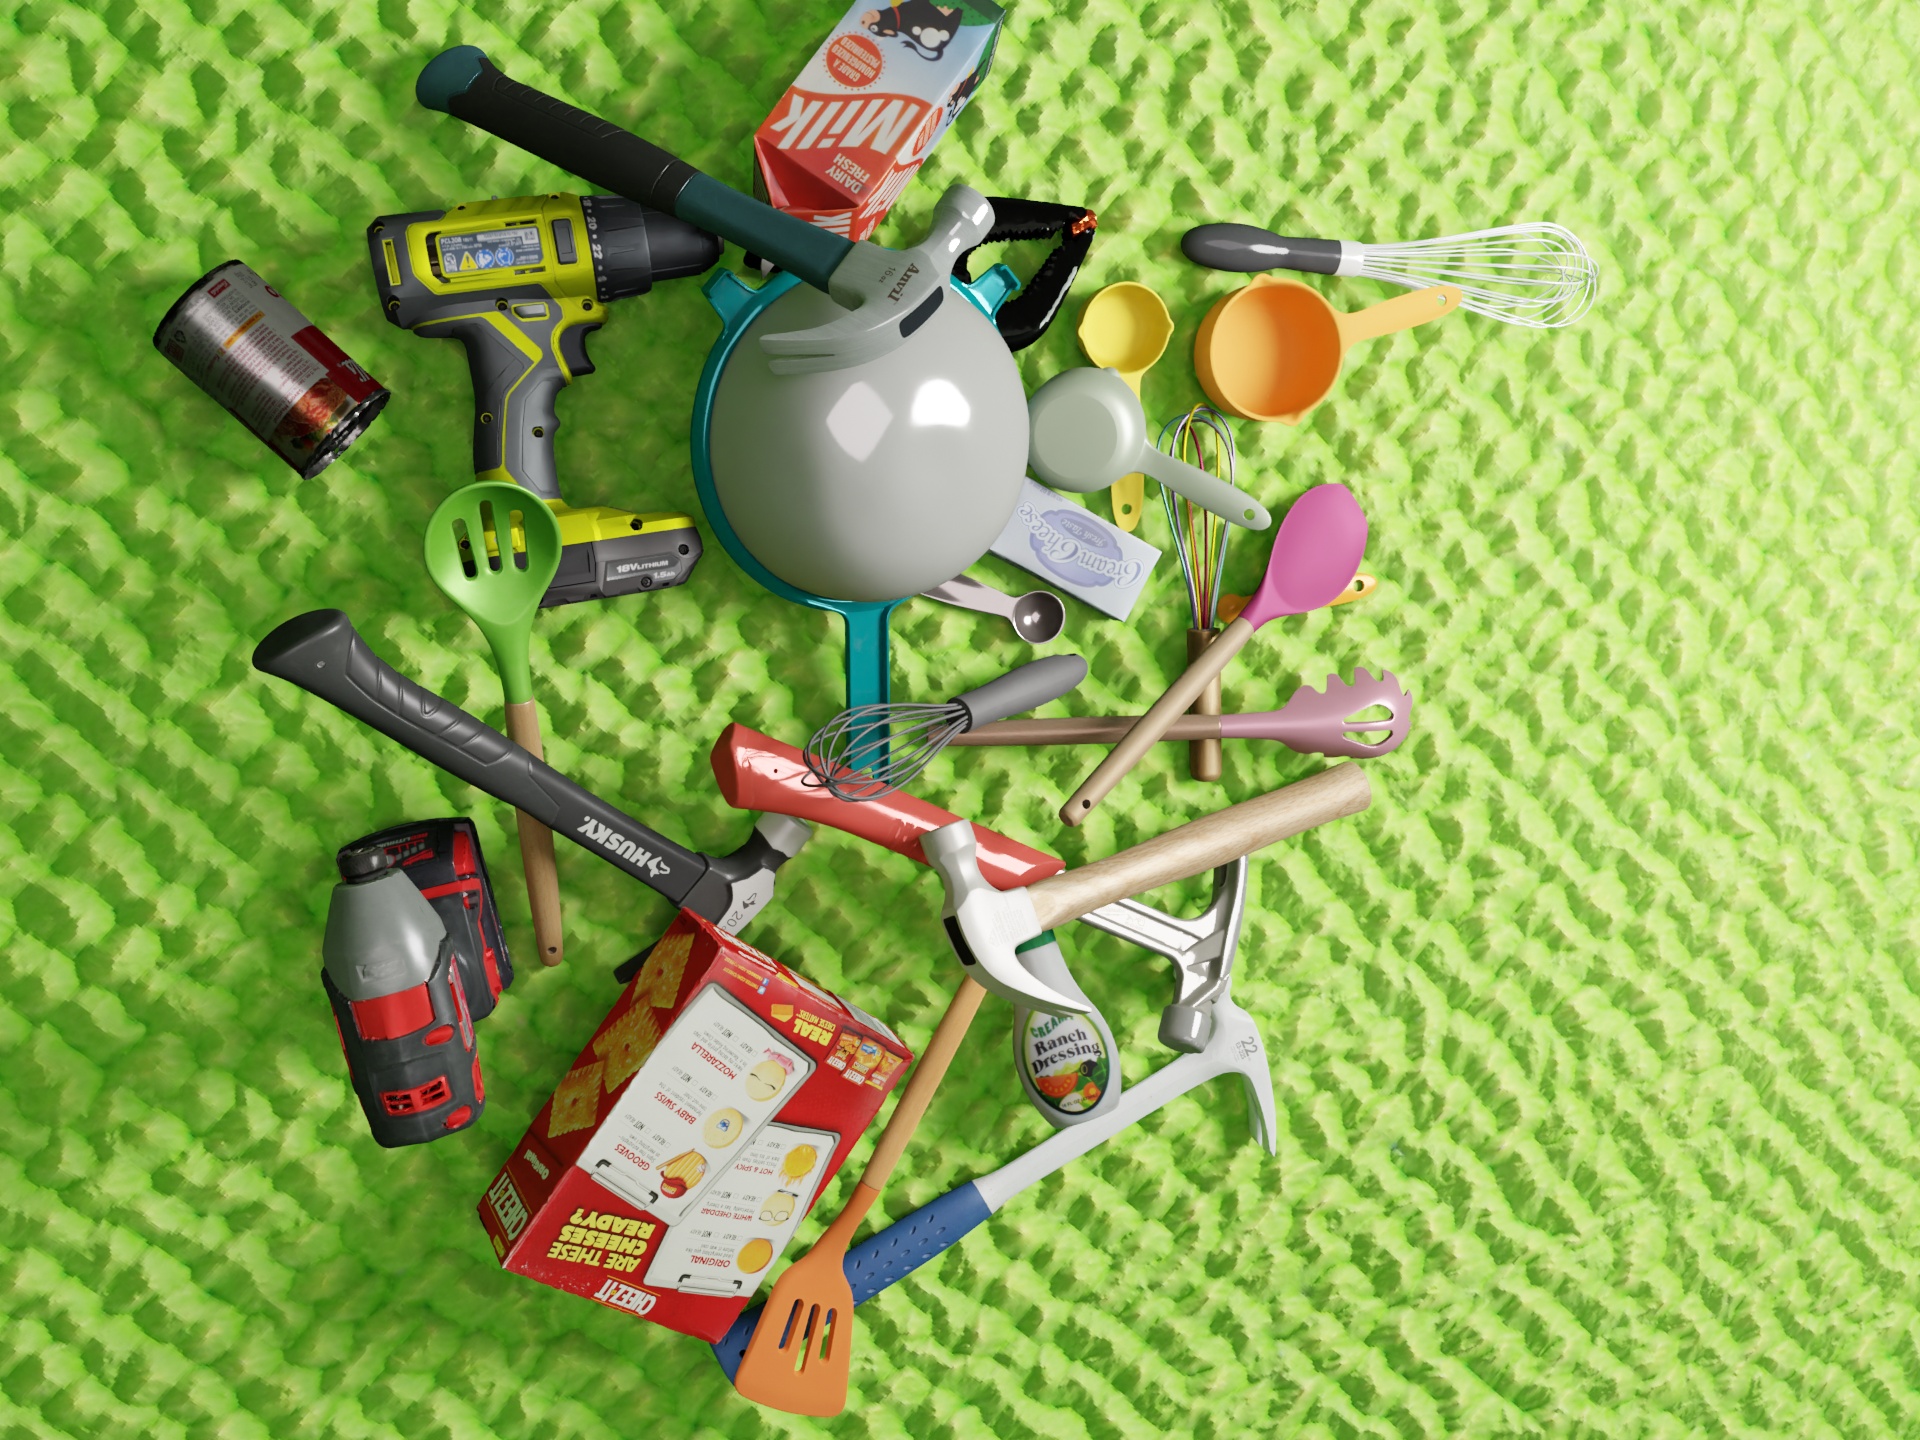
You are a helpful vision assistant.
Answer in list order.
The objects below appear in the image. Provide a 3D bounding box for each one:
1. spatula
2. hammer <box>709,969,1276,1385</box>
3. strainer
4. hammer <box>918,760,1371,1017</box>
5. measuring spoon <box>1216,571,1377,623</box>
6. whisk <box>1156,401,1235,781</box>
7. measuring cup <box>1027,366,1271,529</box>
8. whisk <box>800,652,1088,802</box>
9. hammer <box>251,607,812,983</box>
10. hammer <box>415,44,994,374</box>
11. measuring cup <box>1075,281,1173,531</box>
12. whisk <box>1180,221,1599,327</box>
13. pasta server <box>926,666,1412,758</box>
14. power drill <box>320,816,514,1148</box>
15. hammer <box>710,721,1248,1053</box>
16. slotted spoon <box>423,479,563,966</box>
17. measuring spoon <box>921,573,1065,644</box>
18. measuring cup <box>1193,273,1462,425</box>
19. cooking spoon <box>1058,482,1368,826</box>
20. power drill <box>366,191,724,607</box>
[{"bbox_3d":[-0.039,0.267,0.976,0.081,0.041,0.322,29,88,-30],"label":"spatula"},{"bbox_3d":[0.026,0.310,1.036,0.405,0.035,0.144,-29,102,-10],"label":"hammer"},{"bbox_3d":[-0.038,-0.093,0.911,0.211,0.095,0.340,-10,111,-28],"label":"strainer"},{"bbox_3d":[0.133,0.086,0.987,0.331,0.031,0.130,-16,84,-31],"label":"hammer"},{"bbox_3d":[0.226,-0.082,1.056,0.117,0.011,0.021,-11,99,-13],"label":"measuring spoon"},{"bbox_3d":[0.153,-0.080,1.023,0.051,0.047,0.245,-1,101,5],"label":"whisk"},{"bbox_3d":[0.113,-0.156,0.972,0.167,0.038,0.083,29,112,7],"label":"measuring cup"},{"bbox_3d":[-0.002,-0.002,0.944,0.239,0.055,0.055,-23,103,-44],"label":"whisk"},{"bbox_3d":[-0.234,0.043,0.869,0.146,0.035,0.334,-50,132,1],"label":"hammer"},{"bbox_3d":[-0.153,-0.284,0.843,0.331,0.033,0.128,29,77,16],"label":"hammer"},{"bbox_3d":[0.102,-0.199,1.011,0.062,0.029,0.156,-6,109,-11],"label":"measuring cup"},{"bbox_3d":[0.279,-0.294,1.027,0.284,0.070,0.070,2,96,-10],"label":"whisk"},{"bbox_3d":[0.136,0.003,1.013,0.316,0.040,0.060,-2,105,-1],"label":"pasta server"},{"bbox_3d":[-0.290,0.121,0.839,0.078,0.220,0.143,-14,100,-13],"label":"power drill"},{"bbox_3d":[0.019,0.076,0.968,0.358,0.036,0.149,25,66,-20],"label":"hammer"},{"bbox_3d":[-0.245,0.010,0.884,0.070,0.031,0.313,-10,122,-19],"label":"slotted spoon"},{"bbox_3d":[0.007,-0.080,1.003,0.124,0.018,0.034,19,95,-9],"label":"measuring spoon"},{"bbox_3d":[0.231,-0.246,1.014,0.173,0.052,0.095,-18,103,-8],"label":"measuring cup"},{"bbox_3d":[0.163,-0.044,0.997,0.319,0.017,0.068,-45,110,-26],"label":"cooking spoon"},{"bbox_3d":[-0.216,-0.183,0.901,0.190,0.080,0.228,-10,96,-13],"label":"power drill"}]
